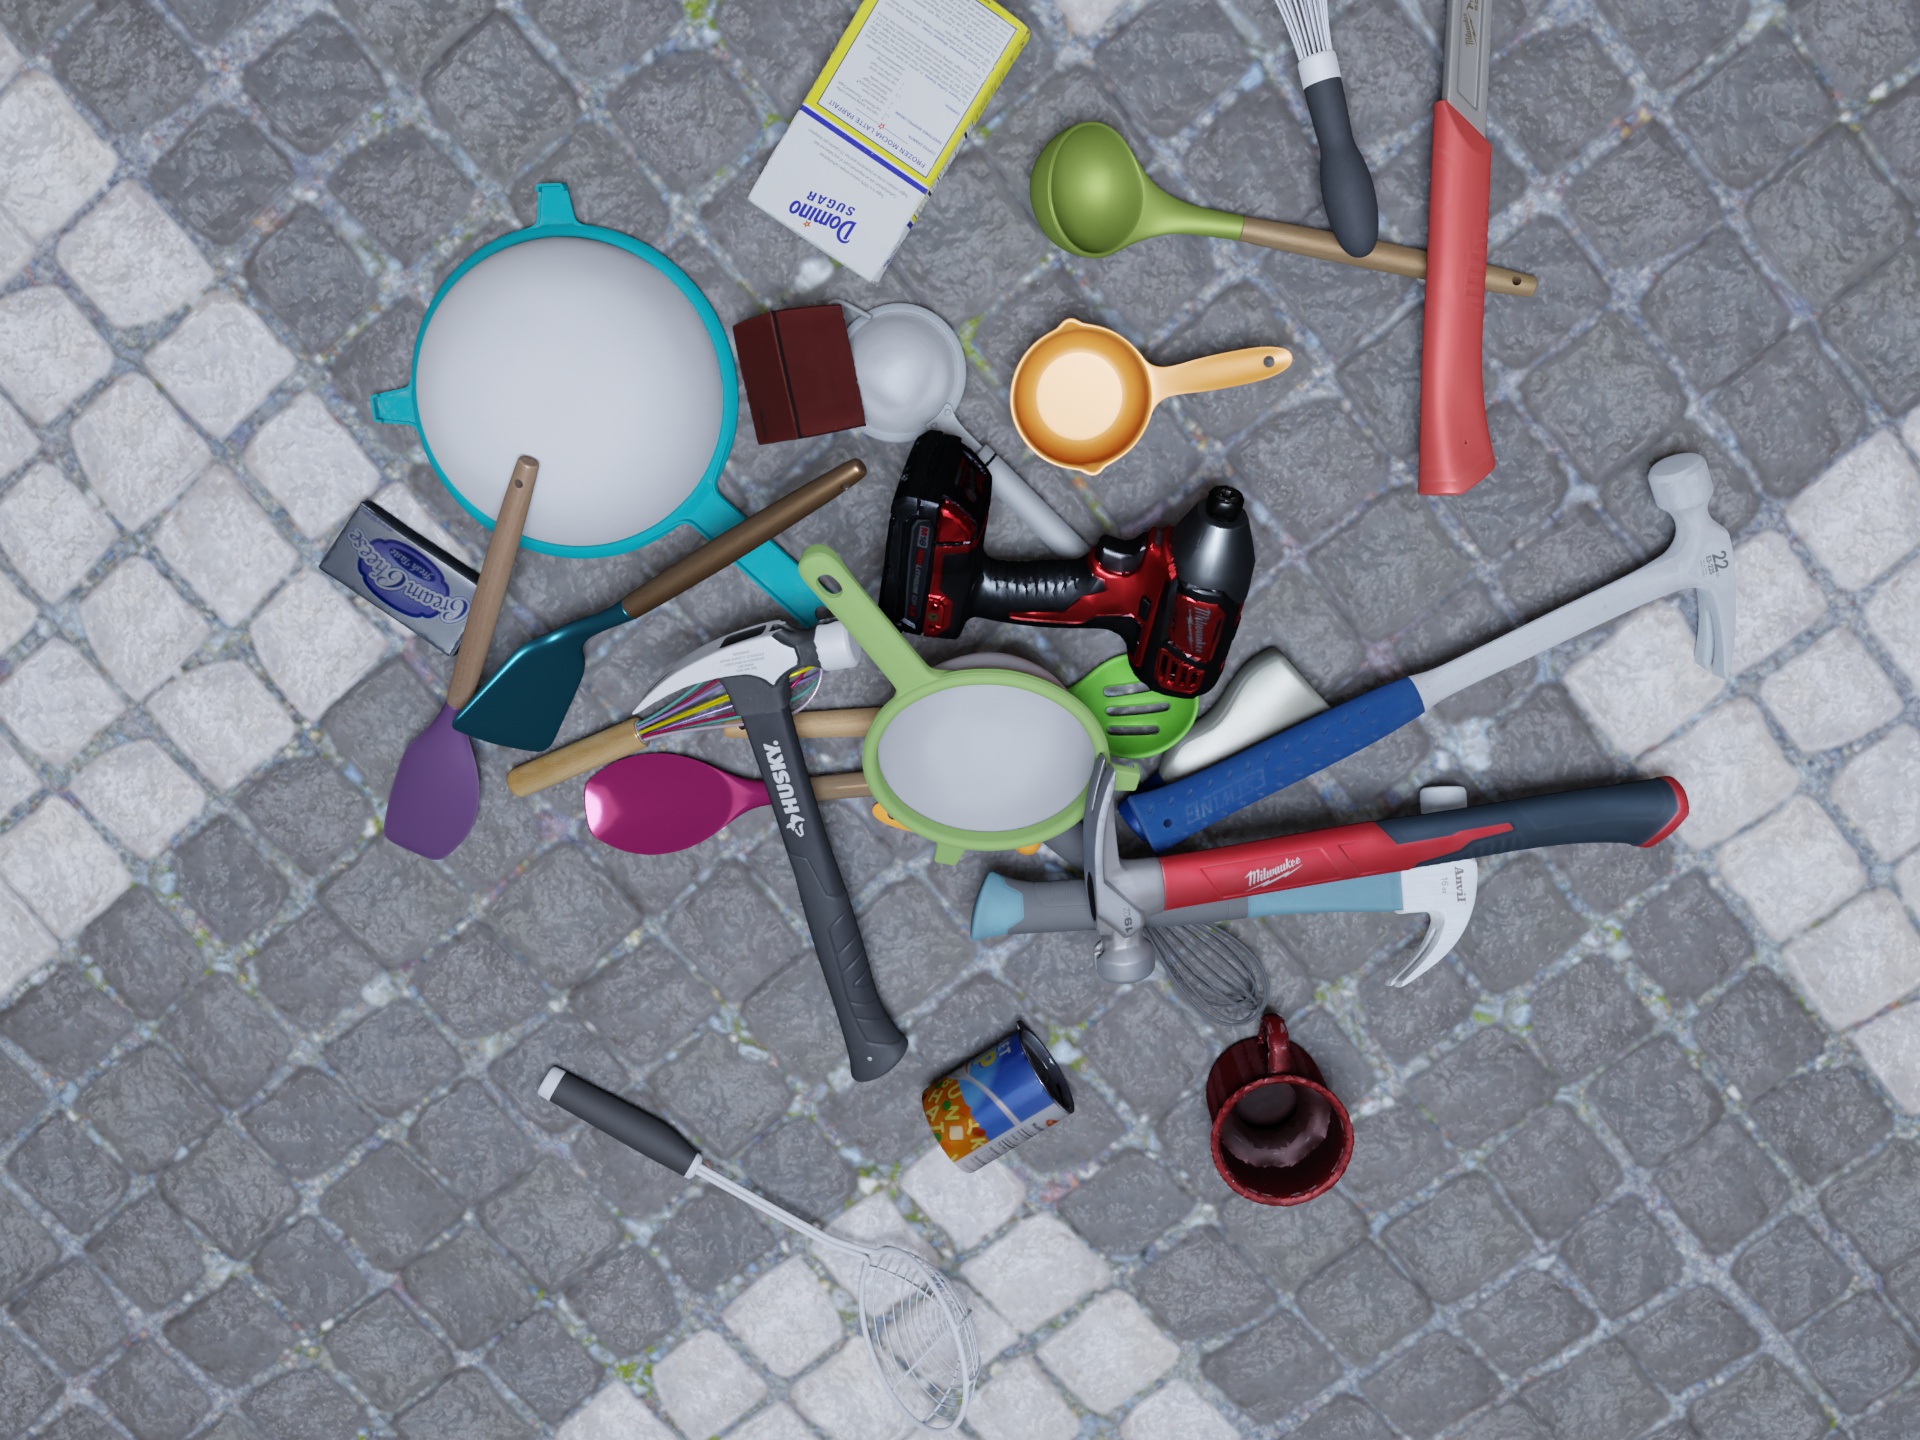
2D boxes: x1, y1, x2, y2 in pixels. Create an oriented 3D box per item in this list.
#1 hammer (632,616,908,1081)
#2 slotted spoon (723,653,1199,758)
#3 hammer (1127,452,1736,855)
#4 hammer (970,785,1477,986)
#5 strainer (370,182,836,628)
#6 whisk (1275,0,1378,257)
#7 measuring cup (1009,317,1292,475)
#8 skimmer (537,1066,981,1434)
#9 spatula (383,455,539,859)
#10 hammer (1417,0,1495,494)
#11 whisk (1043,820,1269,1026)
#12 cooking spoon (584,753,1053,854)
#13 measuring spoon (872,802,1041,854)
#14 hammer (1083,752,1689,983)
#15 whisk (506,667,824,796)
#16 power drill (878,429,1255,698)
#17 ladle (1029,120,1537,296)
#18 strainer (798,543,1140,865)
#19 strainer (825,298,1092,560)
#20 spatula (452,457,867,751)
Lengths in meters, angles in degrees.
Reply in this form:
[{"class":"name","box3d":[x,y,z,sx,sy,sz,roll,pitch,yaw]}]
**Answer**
[{"class":"hammer","box3d":[-0.100,0.096,1.037,0.146,0.035,0.334,-9,114,12]},{"class":"slotted spoon","box3d":[-0.002,-0.003,1.048,0.314,0.031,0.070,-3,79,5]},{"class":"hammer","box3d":[0.299,-0.016,1.000,0.405,0.035,0.144,-26,111,1]},{"class":"hammer","box3d":[0.170,0.113,1.029,0.331,0.033,0.128,-2,83,-4]},{"class":"strainer","box3d":[-0.201,-0.158,0.987,0.340,0.095,0.211,42,100,-5]},{"class":"whisk","box3d":[0.202,-0.411,0.925,0.070,0.070,0.284,-16,98,5]},{"class":"measuring cup","box3d":[0.116,-0.209,0.988,0.173,0.052,0.095,-10,102,2]},{"class":"skimmer","box3d":[-0.145,0.361,1.100,0.363,0.090,0.127,31,133,-2]},{"class":"spatula","box3d":[-0.313,-0.030,1.016,0.059,0.018,0.315,24,120,-4]},{"class":"hammer","box3d":[0.287,-0.315,0.942,0.149,0.037,0.359,0,98,-8]},{"class":"whisk","box3d":[0.114,0.119,1.064,0.239,0.055,0.055,42,100,-2]},{"class":"cooking spoon","box3d":[-0.097,0.046,1.059,0.319,0.017,0.069,-5,95,7]},{"class":"measuring spoon","box3d":[-0.003,0.072,1.072,0.117,0.011,0.021,12,102,-1]},{"class":"hammer","box3d":[0.266,0.064,0.985,0.386,0.038,0.143,-9,111,-8]},{"class":"whisk","box3d":[-0.192,-0.001,1.043,0.245,0.047,0.051,-22,126,12]},{"class":"power drill","box3d":[0.068,-0.098,0.971,0.219,0.079,0.143,13,133,2]},{"class":"ladle","box3d":[0.199,-0.296,0.965,0.320,0.062,0.078,10,94,-3]},{"class":"strainer","box3d":[-0.013,-0.026,0.962,0.151,0.069,0.256,-25,125,23]},{"class":"strainer","box3d":[0.009,-0.172,1.007,0.258,0.050,0.087,43,100,-10]},{"class":"spatula","box3d":[-0.182,-0.071,0.984,0.317,0.082,0.044,-28,63,24]}]
